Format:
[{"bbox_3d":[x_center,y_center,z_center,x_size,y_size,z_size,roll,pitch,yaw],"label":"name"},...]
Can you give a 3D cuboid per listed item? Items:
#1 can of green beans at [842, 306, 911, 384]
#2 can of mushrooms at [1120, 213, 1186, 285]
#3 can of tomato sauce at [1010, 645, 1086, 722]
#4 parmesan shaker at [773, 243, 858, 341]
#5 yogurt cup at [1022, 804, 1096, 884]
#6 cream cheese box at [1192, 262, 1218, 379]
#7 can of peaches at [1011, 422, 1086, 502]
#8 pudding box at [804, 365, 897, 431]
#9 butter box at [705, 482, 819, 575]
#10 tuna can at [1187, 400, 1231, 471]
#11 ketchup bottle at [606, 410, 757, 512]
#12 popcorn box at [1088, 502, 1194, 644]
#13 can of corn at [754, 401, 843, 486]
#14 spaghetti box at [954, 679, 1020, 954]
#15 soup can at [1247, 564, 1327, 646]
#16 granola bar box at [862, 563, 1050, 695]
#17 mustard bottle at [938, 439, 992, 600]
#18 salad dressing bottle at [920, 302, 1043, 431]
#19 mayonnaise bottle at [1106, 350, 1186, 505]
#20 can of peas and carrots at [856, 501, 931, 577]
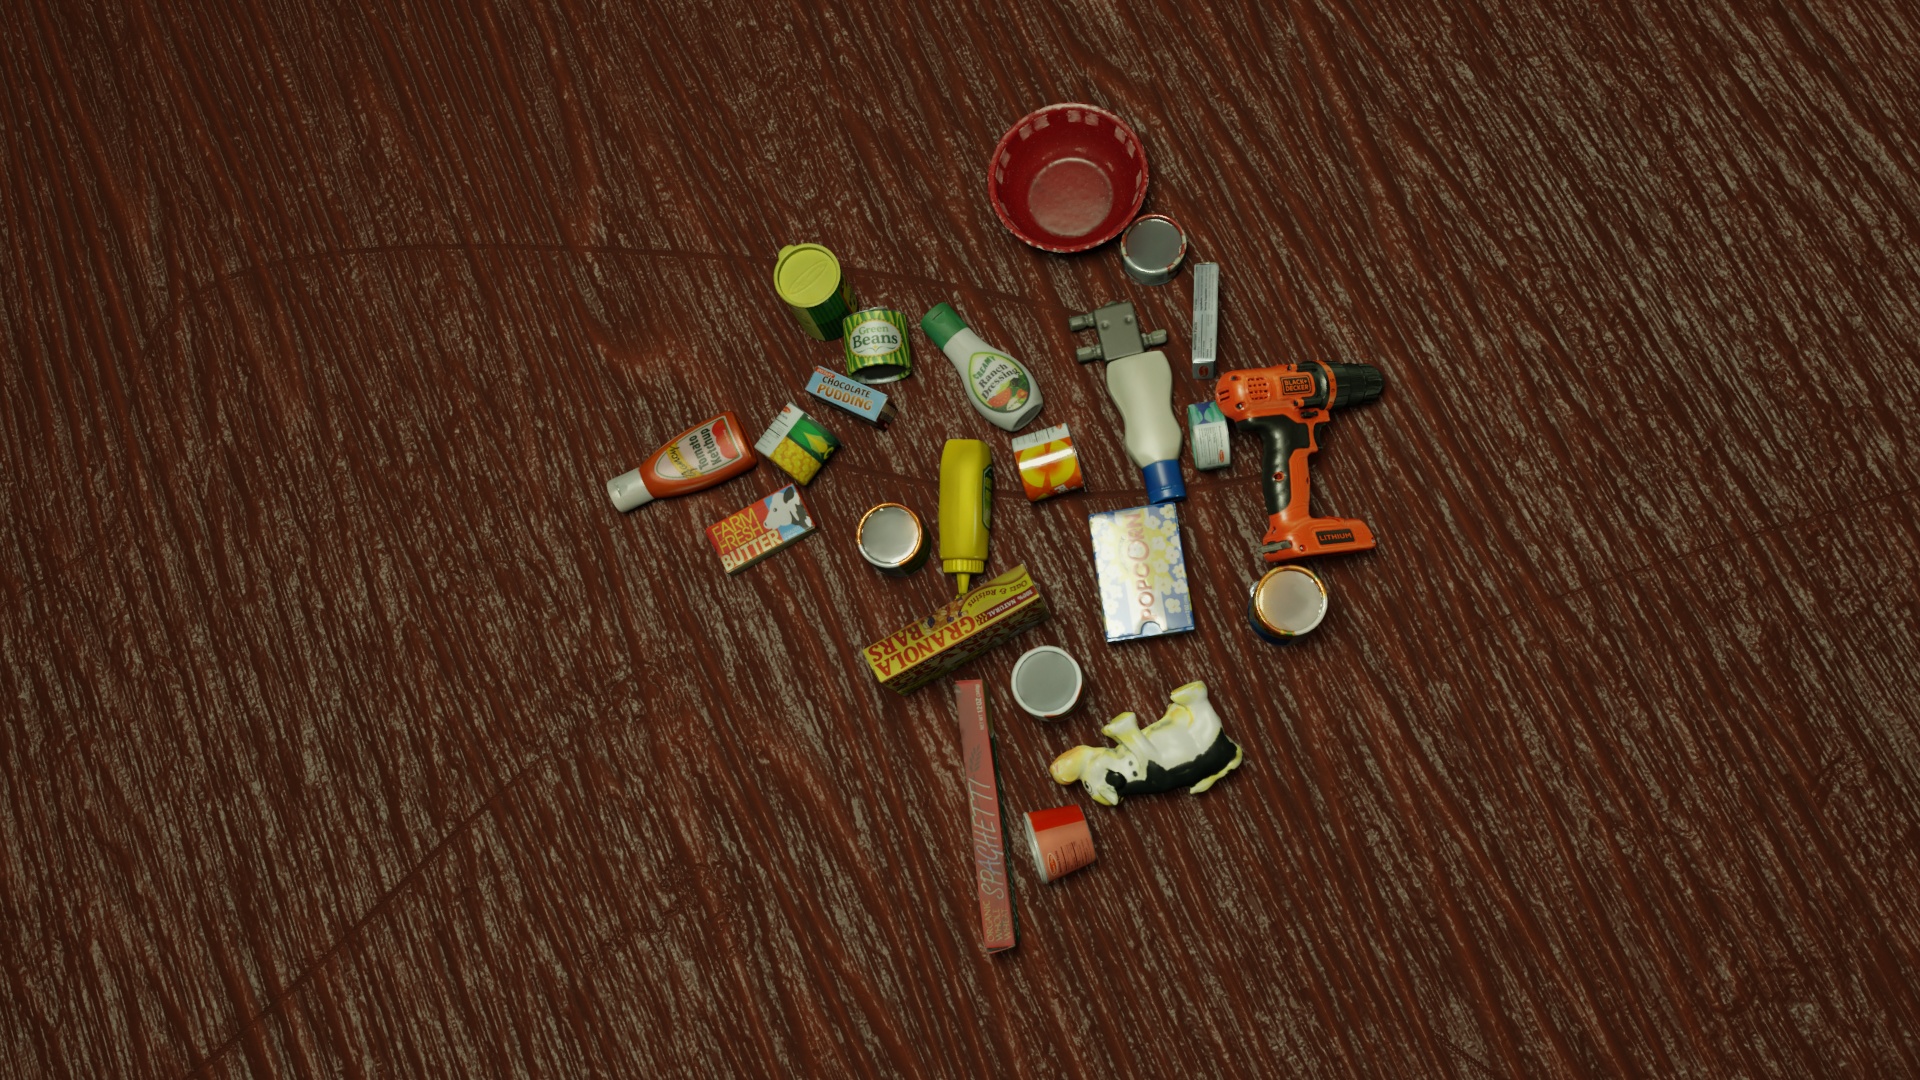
[{"bbox_3d":[-0.084,-0.195,1.402,0.071,0.071,0.058,-8,78,6],"label":"can of green beans"},{"bbox_3d":[0.196,-0.296,1.403,0.071,0.033,0.071,-2,79,8],"label":"can of mushrooms"},{"bbox_3d":[0.085,0.134,1.305,0.071,0.083,0.071,-1,79,7],"label":"can of tomato sauce"},{"bbox_3d":[-0.145,-0.251,1.402,0.071,0.103,0.071,-1,79,7],"label":"parmesan shaker"},{"bbox_3d":[0.092,0.278,1.286,0.054,0.072,0.072,-16,77,-4],"label":"yogurt cup"},{"bbox_3d":[0.242,-0.217,1.371,0.024,0.053,0.104,1,79,10],"label":"cream cheese box"},{"bbox_3d":[0.086,-0.073,1.356,0.058,0.071,0.071,-16,77,4],"label":"can of peaches"},{"bbox_3d":[-0.110,-0.143,1.403,0.084,0.049,0.030,25,85,11],"label":"pudding box"},{"bbox_3d":[-0.200,-0.011,1.401,0.103,0.024,0.053,-28,77,1],"label":"butter box"},{"bbox_3d":[0.240,-0.102,1.343,0.033,0.071,0.071,-8,78,7],"label":"tuna can"},{"bbox_3d":[-0.285,-0.074,1.415,0.149,0.043,0.065,-25,77,2],"label":"ketchup bottle"},{"bbox_3d":[0.173,0.032,1.337,0.085,0.038,0.127,-8,77,4],"label":"popcorn box"},{"bbox_3d":[-0.162,-0.095,1.393,0.071,0.071,0.058,37,86,13],"label":"can of corn"},{"bbox_3d":[0.025,0.256,1.305,0.029,0.050,0.250,-9,78,7],"label":"spaghetti box"},{"bbox_3d":[0.301,0.059,1.292,0.071,0.083,0.071,-2,79,8],"label":"soup can"},{"bbox_3d":[0.001,0.087,1.304,0.165,0.124,0.039,-29,76,1],"label":"granola bar box"},{"bbox_3d":[0.005,-0.017,1.358,0.049,0.065,0.160,0,85,13],"label":"mustard bottle"},{"bbox_3d":[0.019,-0.176,1.396,0.064,0.044,0.148,-41,77,-3],"label":"salad dressing bottle"},{"bbox_3d":[0.187,-0.109,1.363,0.065,0.041,0.148,-13,78,6],"label":"mayonnaise bottle"},{"bbox_3d":[-0.064,-0.003,1.364,0.071,0.058,0.071,-1,79,7],"label":"can of peas and carrots"}]
